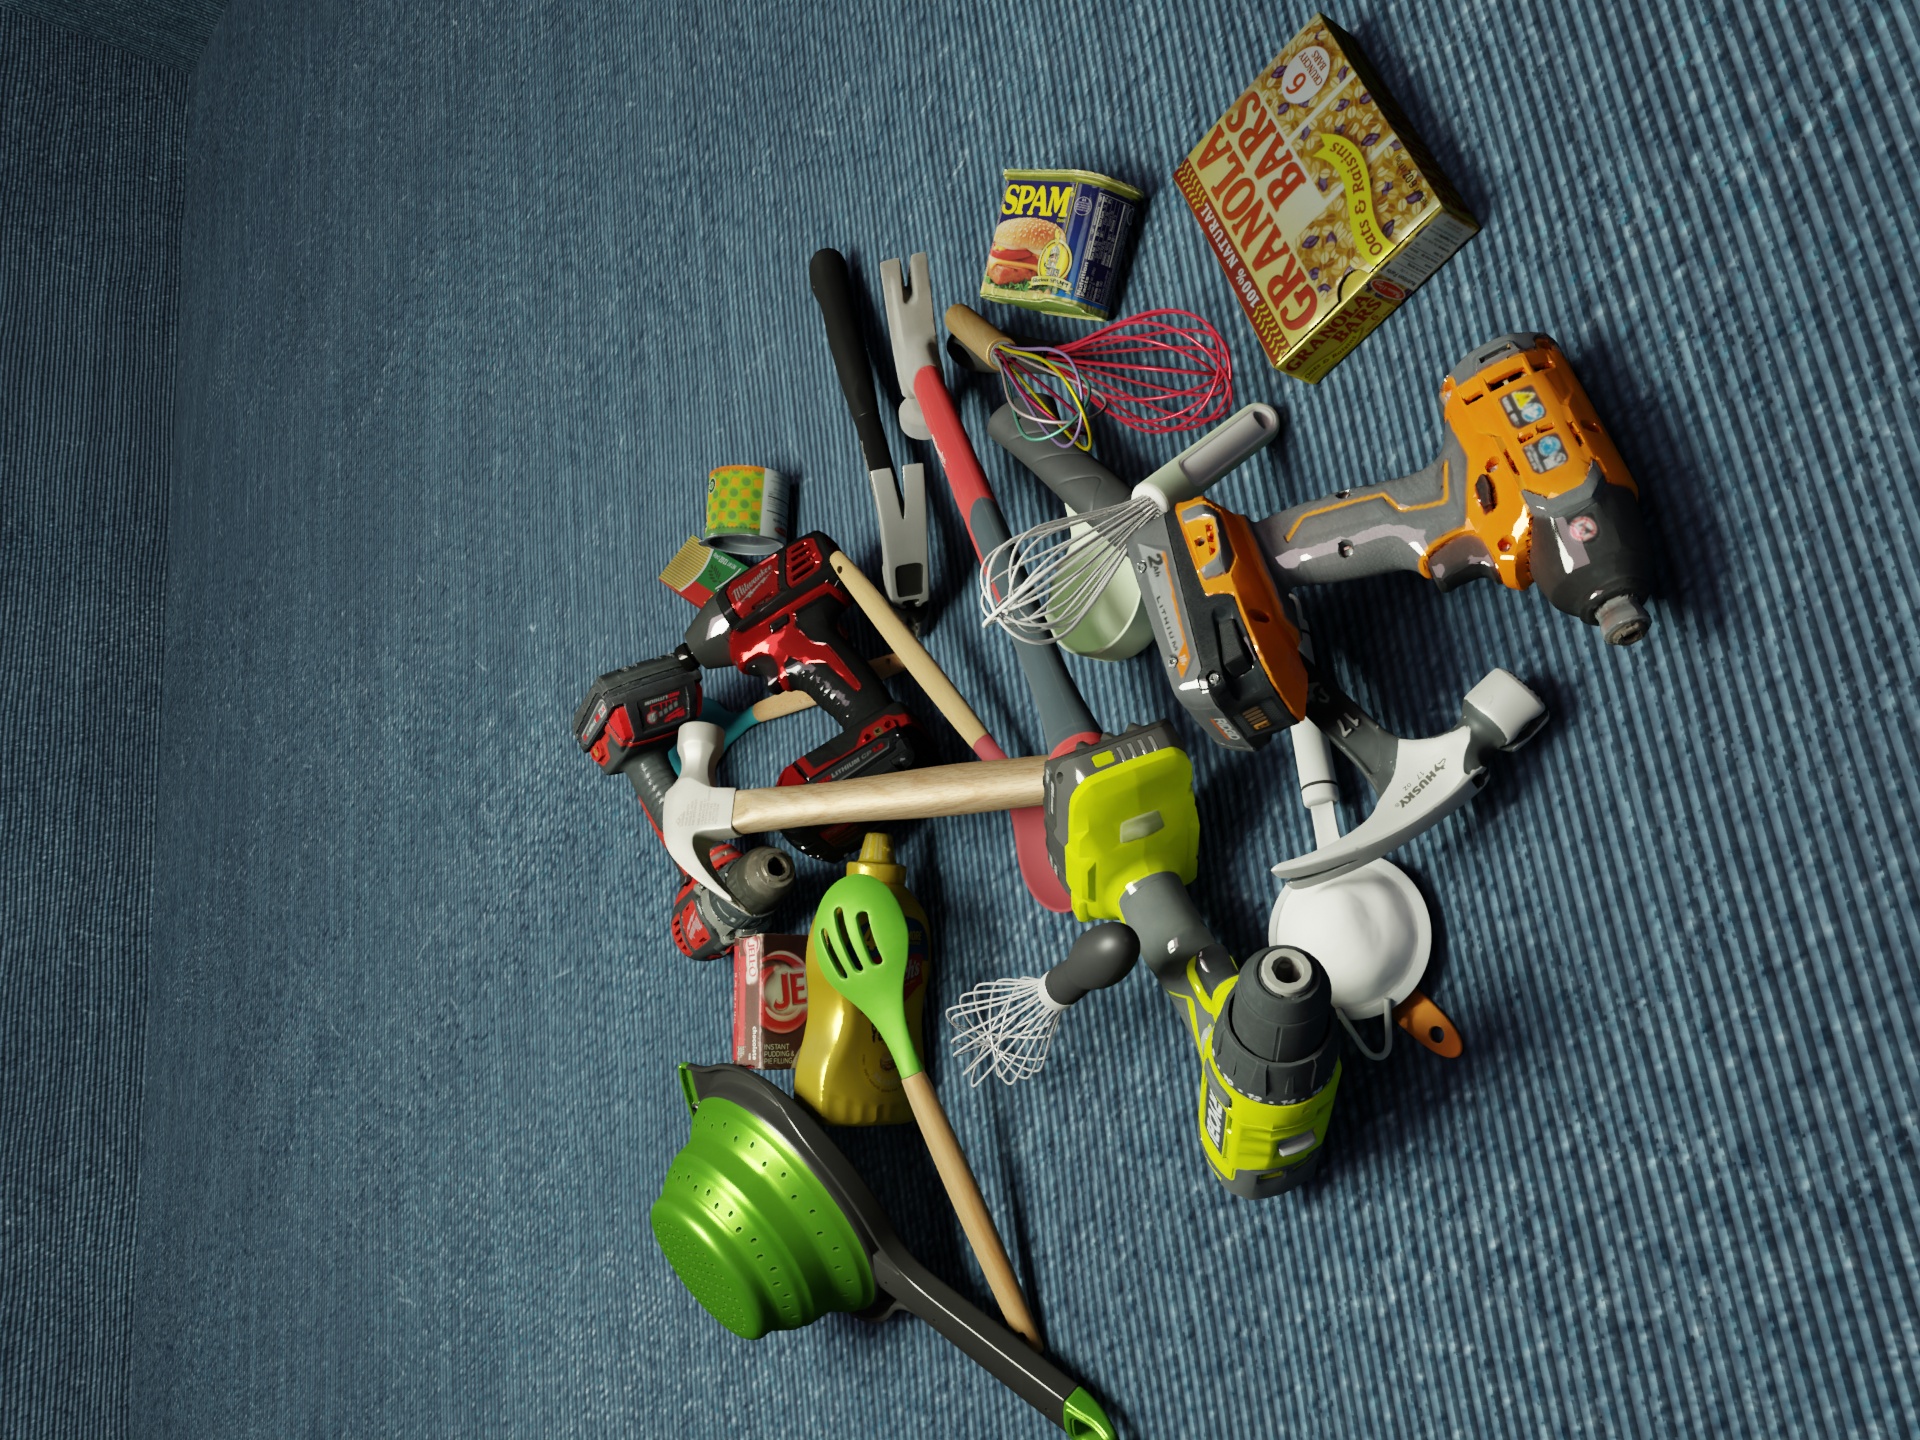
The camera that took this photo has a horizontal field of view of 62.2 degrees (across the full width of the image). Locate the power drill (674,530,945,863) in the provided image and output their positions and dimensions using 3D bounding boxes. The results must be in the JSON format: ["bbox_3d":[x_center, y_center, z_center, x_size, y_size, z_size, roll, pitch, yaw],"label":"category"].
[{"bbox_3d":[-0.111,-0.018,1.118,0.143,0.078,0.220,-31,62,5],"label":"power drill"}]

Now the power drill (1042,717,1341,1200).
[{"bbox_3d":[0.122,0.111,0.819,0.190,0.080,0.229,83,165,-51],"label":"power drill"}]

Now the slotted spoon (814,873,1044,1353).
[{"bbox_3d":[-0.017,0.243,0.988,0.070,0.031,0.314,-28,81,23],"label":"slotted spoon"}]

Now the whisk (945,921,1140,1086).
[{"bbox_3d":[0.047,0.159,0.896,0.284,0.070,0.070,122,142,-65],"label":"whisk"}]

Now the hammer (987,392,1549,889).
[{"bbox_3d":[0.129,-0.073,0.892,0.149,0.036,0.409,-45,50,6],"label":"hammer"}]

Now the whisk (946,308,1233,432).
[{"bbox_3d":[0.072,-0.229,1.018,0.296,0.073,0.073,26,103,54],"label":"whisk"}]

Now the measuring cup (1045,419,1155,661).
[{"bbox_3d":[0.088,-0.113,0.995,0.083,0.038,0.168,-29,57,38],"label":"measuring cup"}]

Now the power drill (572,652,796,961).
[{"bbox_3d":[-0.202,0.064,1.206,0.227,0.080,0.188,64,148,9],"label":"power drill"}]

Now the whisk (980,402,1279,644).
[{"bbox_3d":[0.097,-0.113,0.855,0.058,0.246,0.059,51,148,1],"label":"whisk"}]

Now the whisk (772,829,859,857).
[{"bbox_3d":[-0.136,0.072,1.214,0.239,0.055,0.055,1,84,54],"label":"whisk"}]

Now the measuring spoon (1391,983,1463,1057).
[{"bbox_3d":[0.213,0.134,0.818,0.117,0.011,0.021,44,116,44],"label":"measuring spoon"}]

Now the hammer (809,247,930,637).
[{"bbox_3d":[-0.070,-0.230,1.166,0.146,0.035,0.335,91,167,-55],"label":"hammer"}]

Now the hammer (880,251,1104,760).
[{"bbox_3d":[0.016,-0.129,0.986,0.143,0.038,0.387,82,171,-51],"label":"hammer"}]

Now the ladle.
[{"bbox_3d":[-0.002,-0.003,1.041,0.316,0.031,0.069,52,123,27],"label":"ladle"}]

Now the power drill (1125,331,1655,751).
[{"bbox_3d":[0.207,-0.071,0.762,0.226,0.084,0.164,-25,56,18],"label":"power drill"}]

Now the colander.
[{"bbox_3d":[-0.077,0.363,1.000,0.397,0.094,0.204,25,137,37],"label":"colander"}]

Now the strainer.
[{"bbox_3d":[0.189,0.047,0.836,0.087,0.050,0.259,-19,61,30],"label":"strainer"}]

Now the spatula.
[{"bbox_3d":[-0.151,-0.011,1.248,0.317,0.044,0.082,-18,70,45],"label":"spatula"}]

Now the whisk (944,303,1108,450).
[{"bbox_3d":[0.033,-0.218,0.986,0.051,0.047,0.245,-51,31,11],"label":"whisk"}]

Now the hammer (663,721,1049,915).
[{"bbox_3d":[-0.037,0.049,0.996,0.331,0.031,0.130,-7,64,20],"label":"hammer"}]
